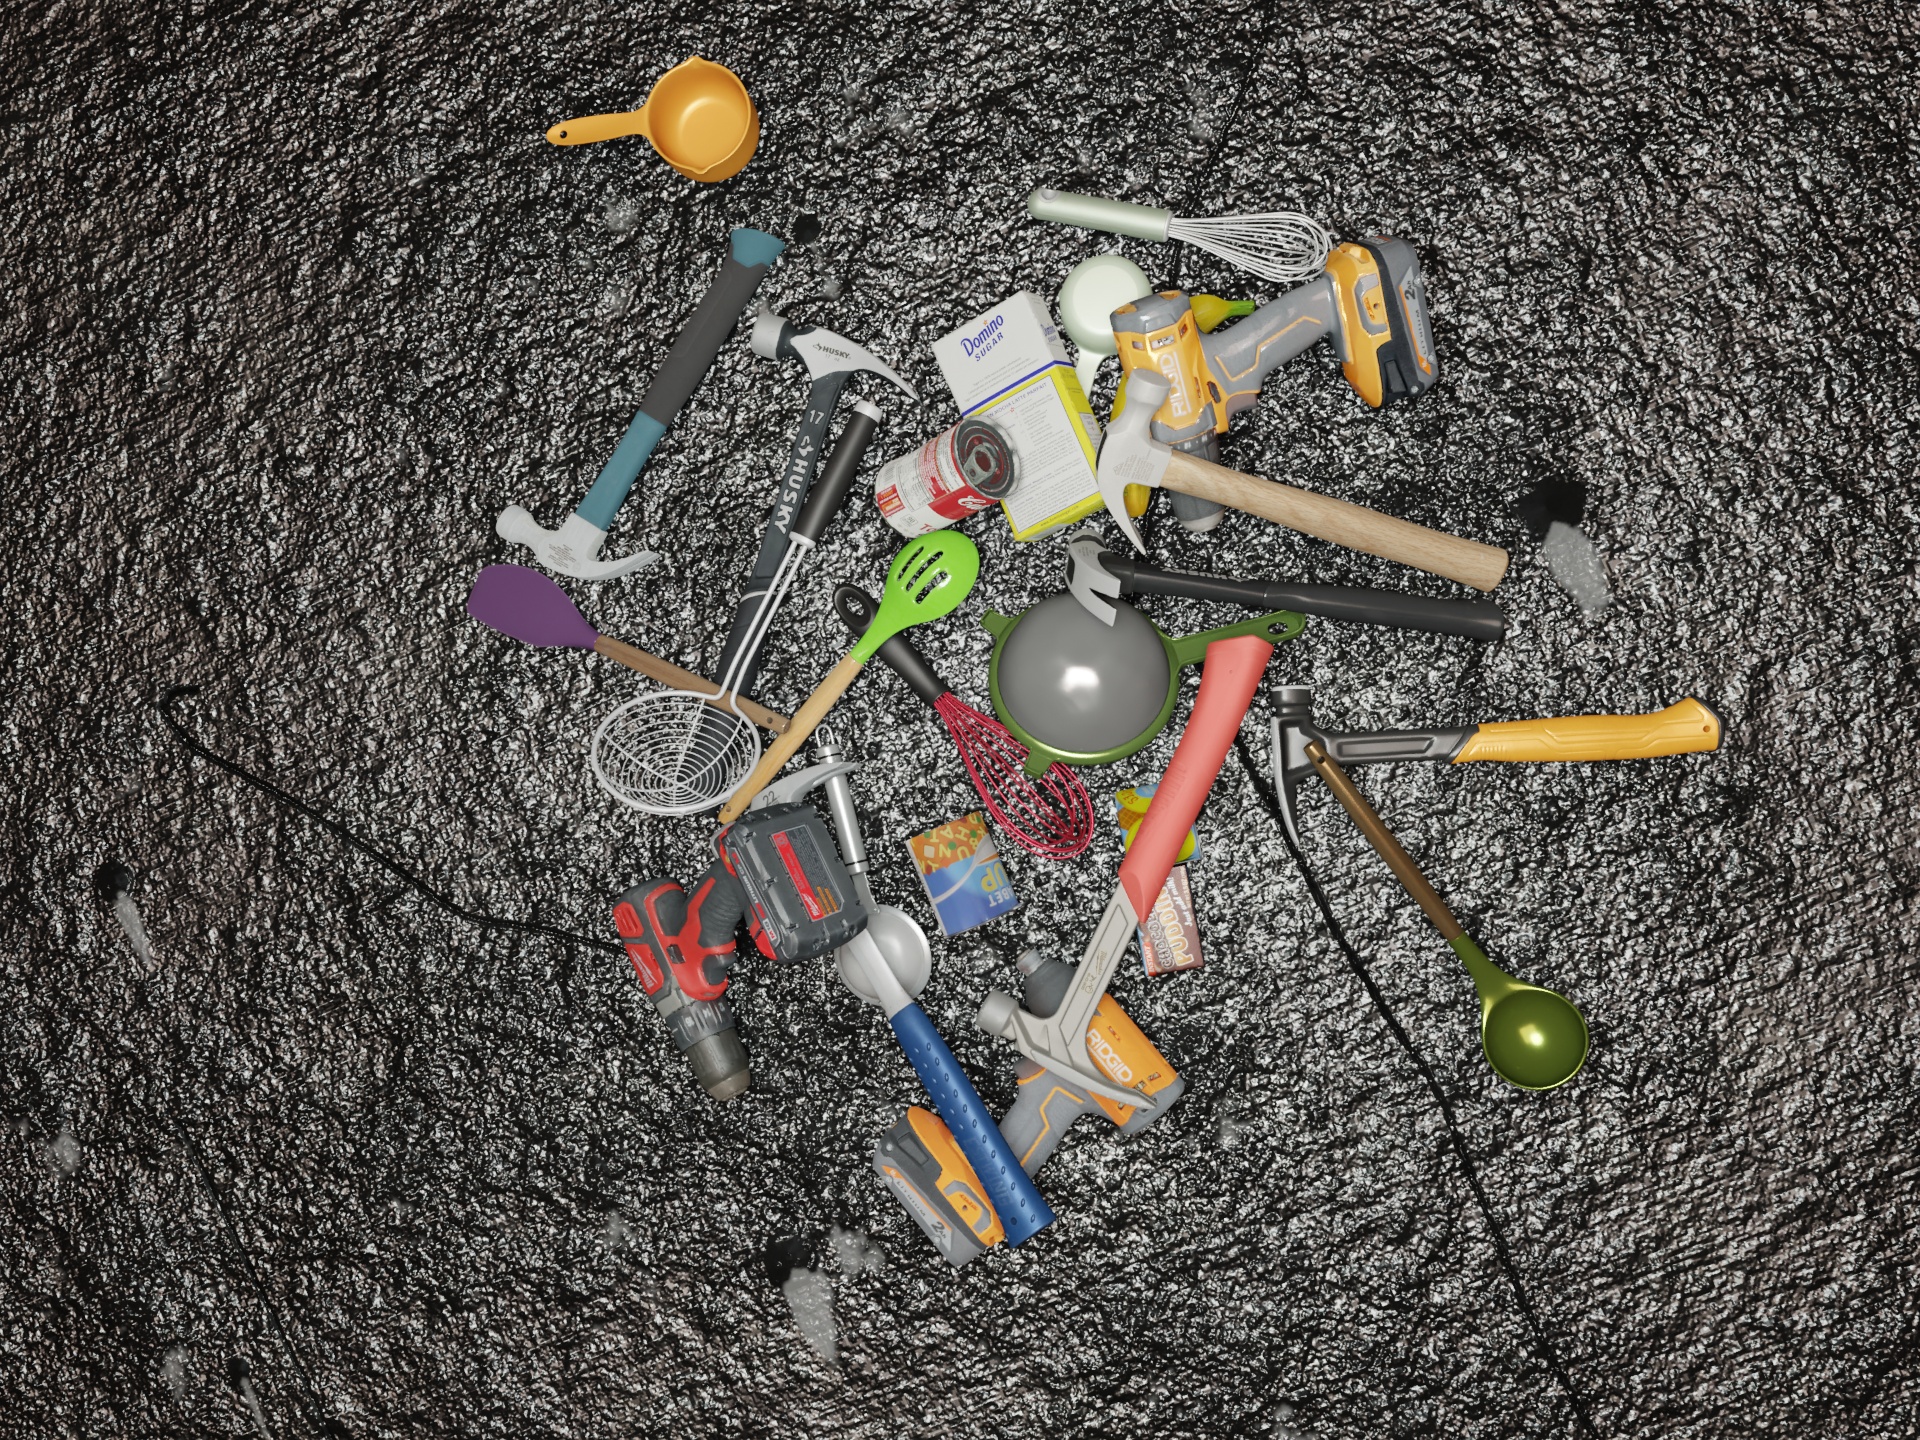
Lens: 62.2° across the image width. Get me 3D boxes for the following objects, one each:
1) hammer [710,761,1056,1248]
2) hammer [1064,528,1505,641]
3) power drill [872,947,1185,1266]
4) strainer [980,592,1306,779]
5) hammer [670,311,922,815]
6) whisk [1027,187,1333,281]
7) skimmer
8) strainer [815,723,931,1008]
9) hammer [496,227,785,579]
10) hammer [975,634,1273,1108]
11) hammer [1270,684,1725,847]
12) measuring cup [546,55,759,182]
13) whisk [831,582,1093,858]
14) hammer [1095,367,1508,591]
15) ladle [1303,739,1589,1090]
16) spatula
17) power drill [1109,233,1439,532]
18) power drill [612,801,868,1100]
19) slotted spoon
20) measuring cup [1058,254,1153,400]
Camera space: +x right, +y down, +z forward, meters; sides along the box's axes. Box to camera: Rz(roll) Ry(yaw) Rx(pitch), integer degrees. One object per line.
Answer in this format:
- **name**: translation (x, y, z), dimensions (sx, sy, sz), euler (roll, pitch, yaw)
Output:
- **hammer**: translation (-0.047, 0.213, 1.228), dimensions (0.144, 0.035, 0.406), euler (-40, 70, 19)
- **hammer**: translation (0.248, -0.094, 1.217), dimensions (0.334, 0.146, 0.035), euler (7, 112, -1)
- **power drill**: translation (0.041, 0.300, 1.259), dimensions (0.226, 0.084, 0.164), euler (-41, 83, 2)
- **strainer**: translation (0.147, -0.058, 1.231), dimensions (0.256, 0.069, 0.152), euler (-14, 65, -3)
- **hammer**: translation (-0.154, -0.119, 1.306), dimensions (0.149, 0.036, 0.409), euler (18, 93, 6)
- **whisk**: translation (0.172, -0.390, 1.260), dimensions (0.246, 0.059, 0.058), euler (14, 55, 11)
- **skimmer**: translation (-0.159, -0.093, 1.228), dimensions (0.127, 0.090, 0.363), euler (26, 87, 18)
- **strainer**: translation (-0.084, 0.128, 1.295), dimensions (0.087, 0.050, 0.258), euler (-17, 84, 21)
- **hammer**: translation (-0.249, -0.263, 1.318), dimensions (0.128, 0.033, 0.331), euler (33, 94, 7)
- **hammer**: translation (0.153, 0.104, 1.194), dimensions (0.149, 0.036, 0.359), euler (26, 90, 10)
- **hammer**: translation (0.413, 0.025, 1.231), dimensions (0.337, 0.034, 0.127), euler (-4, 89, 7)
- **measuring cup**: translation (-0.250, -0.484, 1.310), dimensions (0.173, 0.052, 0.095), euler (-4, 90, 9)
- **whisk**: translation (-0.002, -0.004, 1.277), dimensions (0.073, 0.073, 0.296), euler (-44, 78, 5)
- **hammer**: translation (0.260, -0.157, 1.209), dimensions (0.331, 0.031, 0.130), euler (16, 121, -9)
- **ladle**: translation (0.362, 0.145, 1.207), dimensions (0.078, 0.062, 0.320), euler (-37, 93, 8)
- **spatula**: translation (-0.275, -0.057, 1.308), dimensions (0.316, 0.018, 0.060), euler (24, 92, 17)
- **power drill**: translation (0.242, -0.257, 1.215), dimensions (0.226, 0.084, 0.185), euler (-17, 112, 2)
- **power drill**: translation (-0.173, 0.182, 1.239), dimensions (0.226, 0.080, 0.188), euler (-36, 76, 40)
- **slotted spoon**: translation (-0.098, -0.029, 1.277), dimensions (0.313, 0.031, 0.070), euler (-49, 64, 16)
- **measuring cup**: translation (0.102, -0.291, 1.269), dimensions (0.083, 0.038, 0.167), euler (19, 91, 7)
